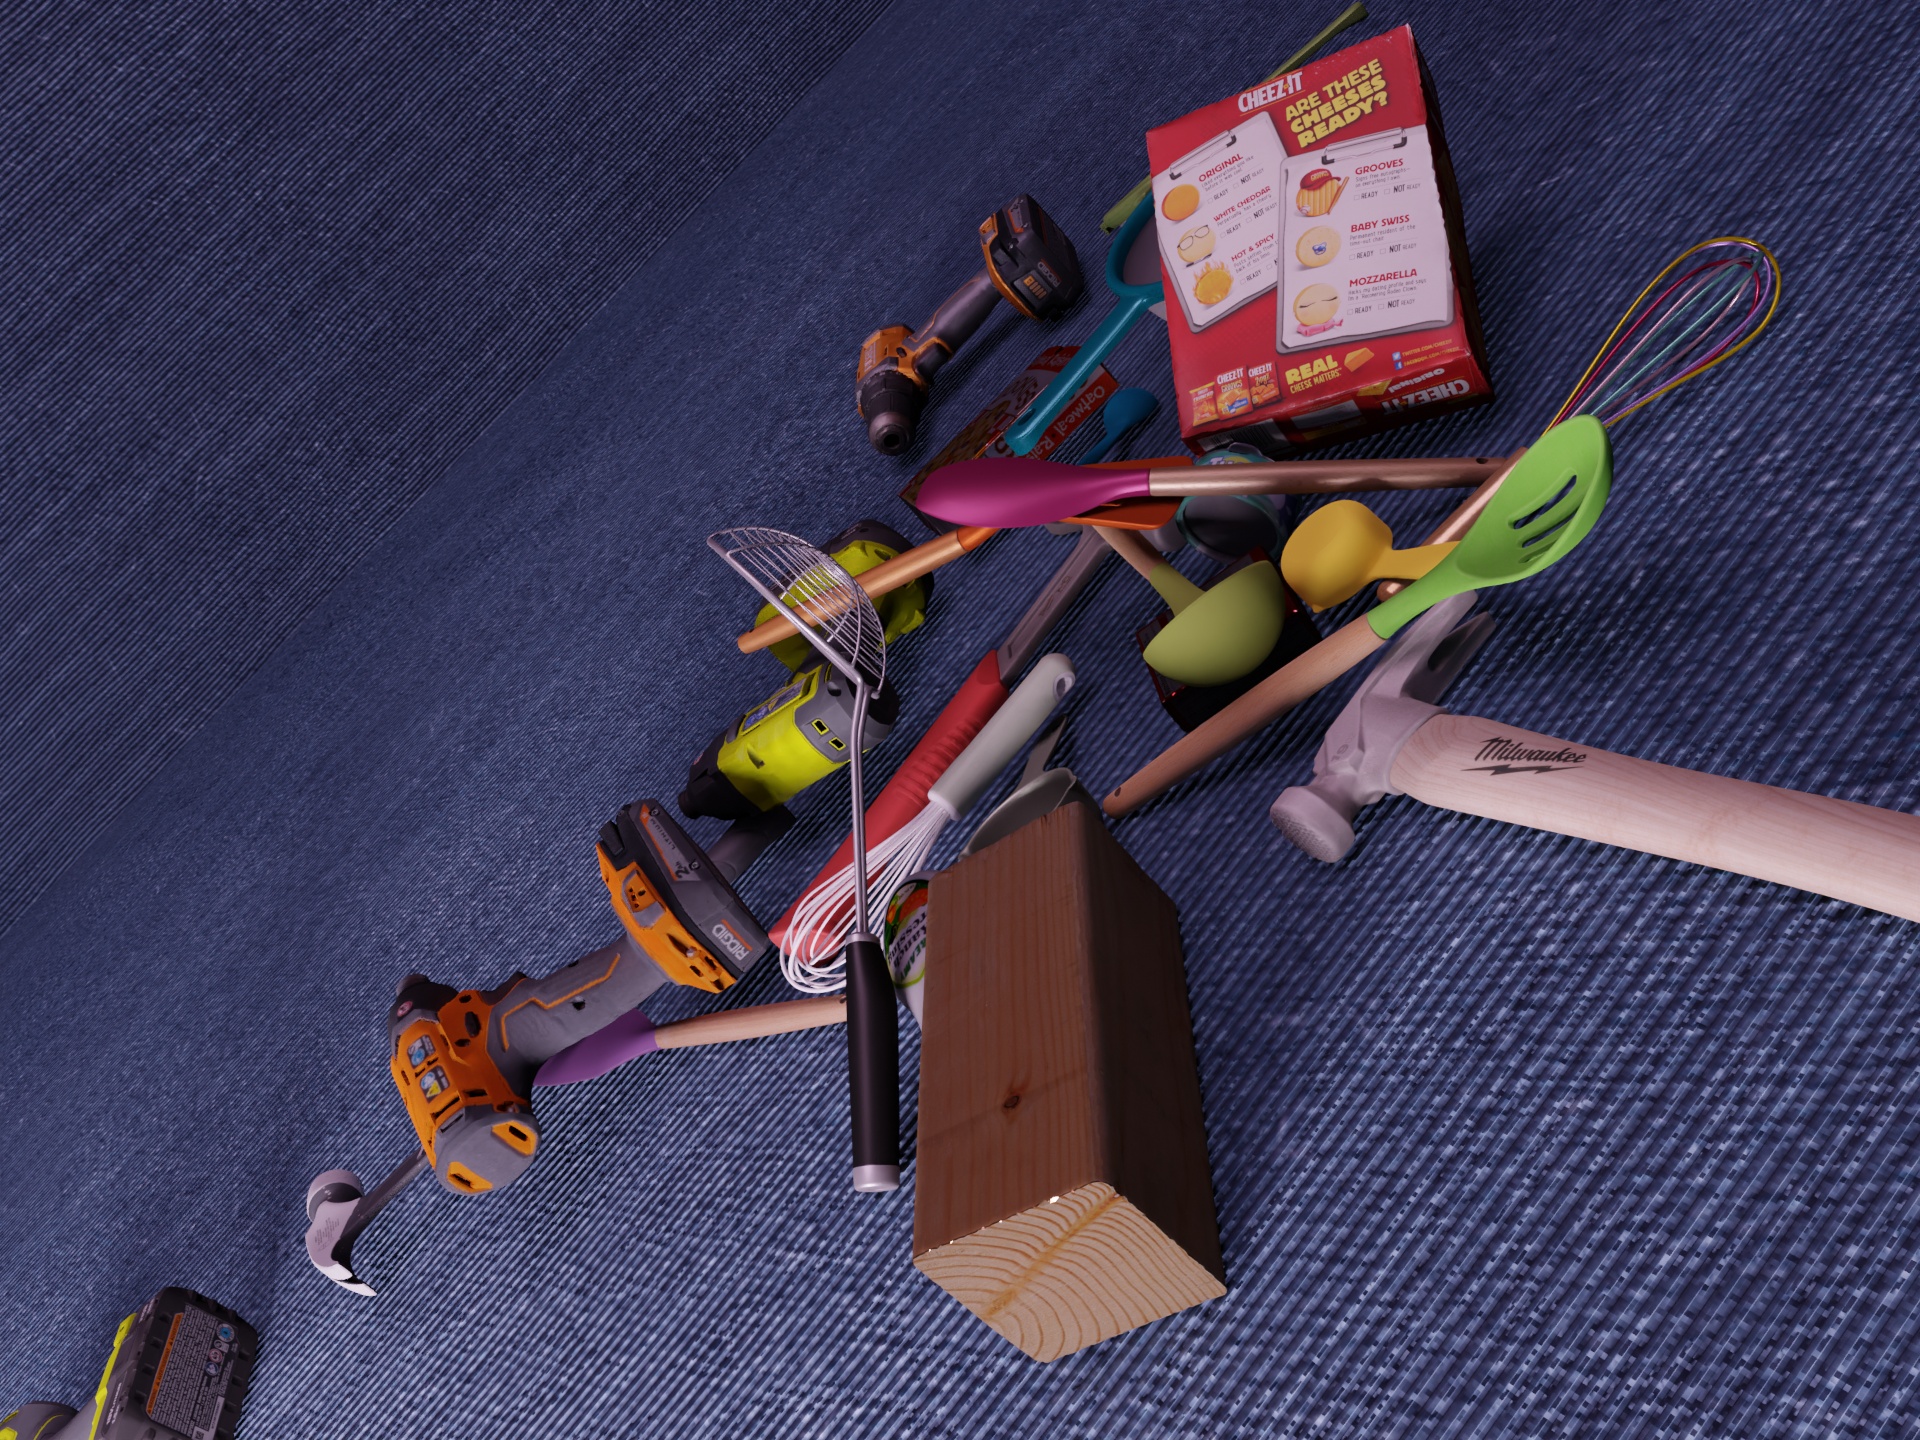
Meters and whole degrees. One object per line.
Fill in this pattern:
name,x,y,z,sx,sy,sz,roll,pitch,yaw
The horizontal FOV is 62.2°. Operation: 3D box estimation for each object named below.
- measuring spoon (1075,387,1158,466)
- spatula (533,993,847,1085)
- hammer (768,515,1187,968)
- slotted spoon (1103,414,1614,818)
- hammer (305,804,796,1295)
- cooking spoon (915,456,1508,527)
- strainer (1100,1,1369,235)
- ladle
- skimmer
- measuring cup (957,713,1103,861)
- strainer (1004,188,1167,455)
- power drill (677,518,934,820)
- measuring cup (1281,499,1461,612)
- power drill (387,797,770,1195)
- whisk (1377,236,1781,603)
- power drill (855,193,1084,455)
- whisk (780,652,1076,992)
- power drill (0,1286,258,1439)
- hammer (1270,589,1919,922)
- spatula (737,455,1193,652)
measuring spoon,0.095,-0.198,1.101,0.042,0.021,0.129,-12,28,45
spatula,-0.163,0.187,0.962,0.316,0.018,0.060,-17,36,41
hammer,-0.002,-0.003,0.986,0.359,0.036,0.149,-53,30,-16
slotted spoon,0.176,-0.032,0.746,0.313,0.031,0.070,-39,29,37
hammer,-0.261,0.198,1.028,0.409,0.036,0.149,-45,22,-9
cooking spoon,0.129,-0.130,0.859,0.319,0.017,0.069,1,42,17
strainer,0.229,-0.451,1.239,0.256,0.069,0.151,-40,11,2
ladle,0.099,-0.100,0.898,0.078,0.062,0.320,-37,28,4
skimmer,-0.081,0.062,0.835,0.090,0.127,0.364,-11,66,15
measuring cup,0.050,0.044,0.869,0.083,0.038,0.168,-36,13,26
strainer,0.168,-0.285,1.078,0.340,0.095,0.211,-49,28,-6
power drill,-0.104,-0.030,1.079,0.171,0.080,0.223,-31,24,29
measuring cup,0.209,-0.085,0.775,0.062,0.029,0.156,-55,19,-10
power drill,-0.244,0.154,0.961,0.226,0.084,0.164,-41,46,-8
whisk,0.301,-0.140,0.776,0.245,0.047,0.051,-45,16,8
power drill,-0.002,-0.334,1.378,0.226,0.084,0.186,-36,30,23
whisk,-0.015,0.054,0.901,0.059,0.057,0.246,29,71,37
power drill,-0.569,0.494,1.023,0.228,0.080,0.191,-40,29,13
hammer,0.290,0.032,0.567,0.146,0.038,0.411,-50,29,-12
spatula,-0.012,-0.092,0.957,0.322,0.041,0.081,-21,26,33
